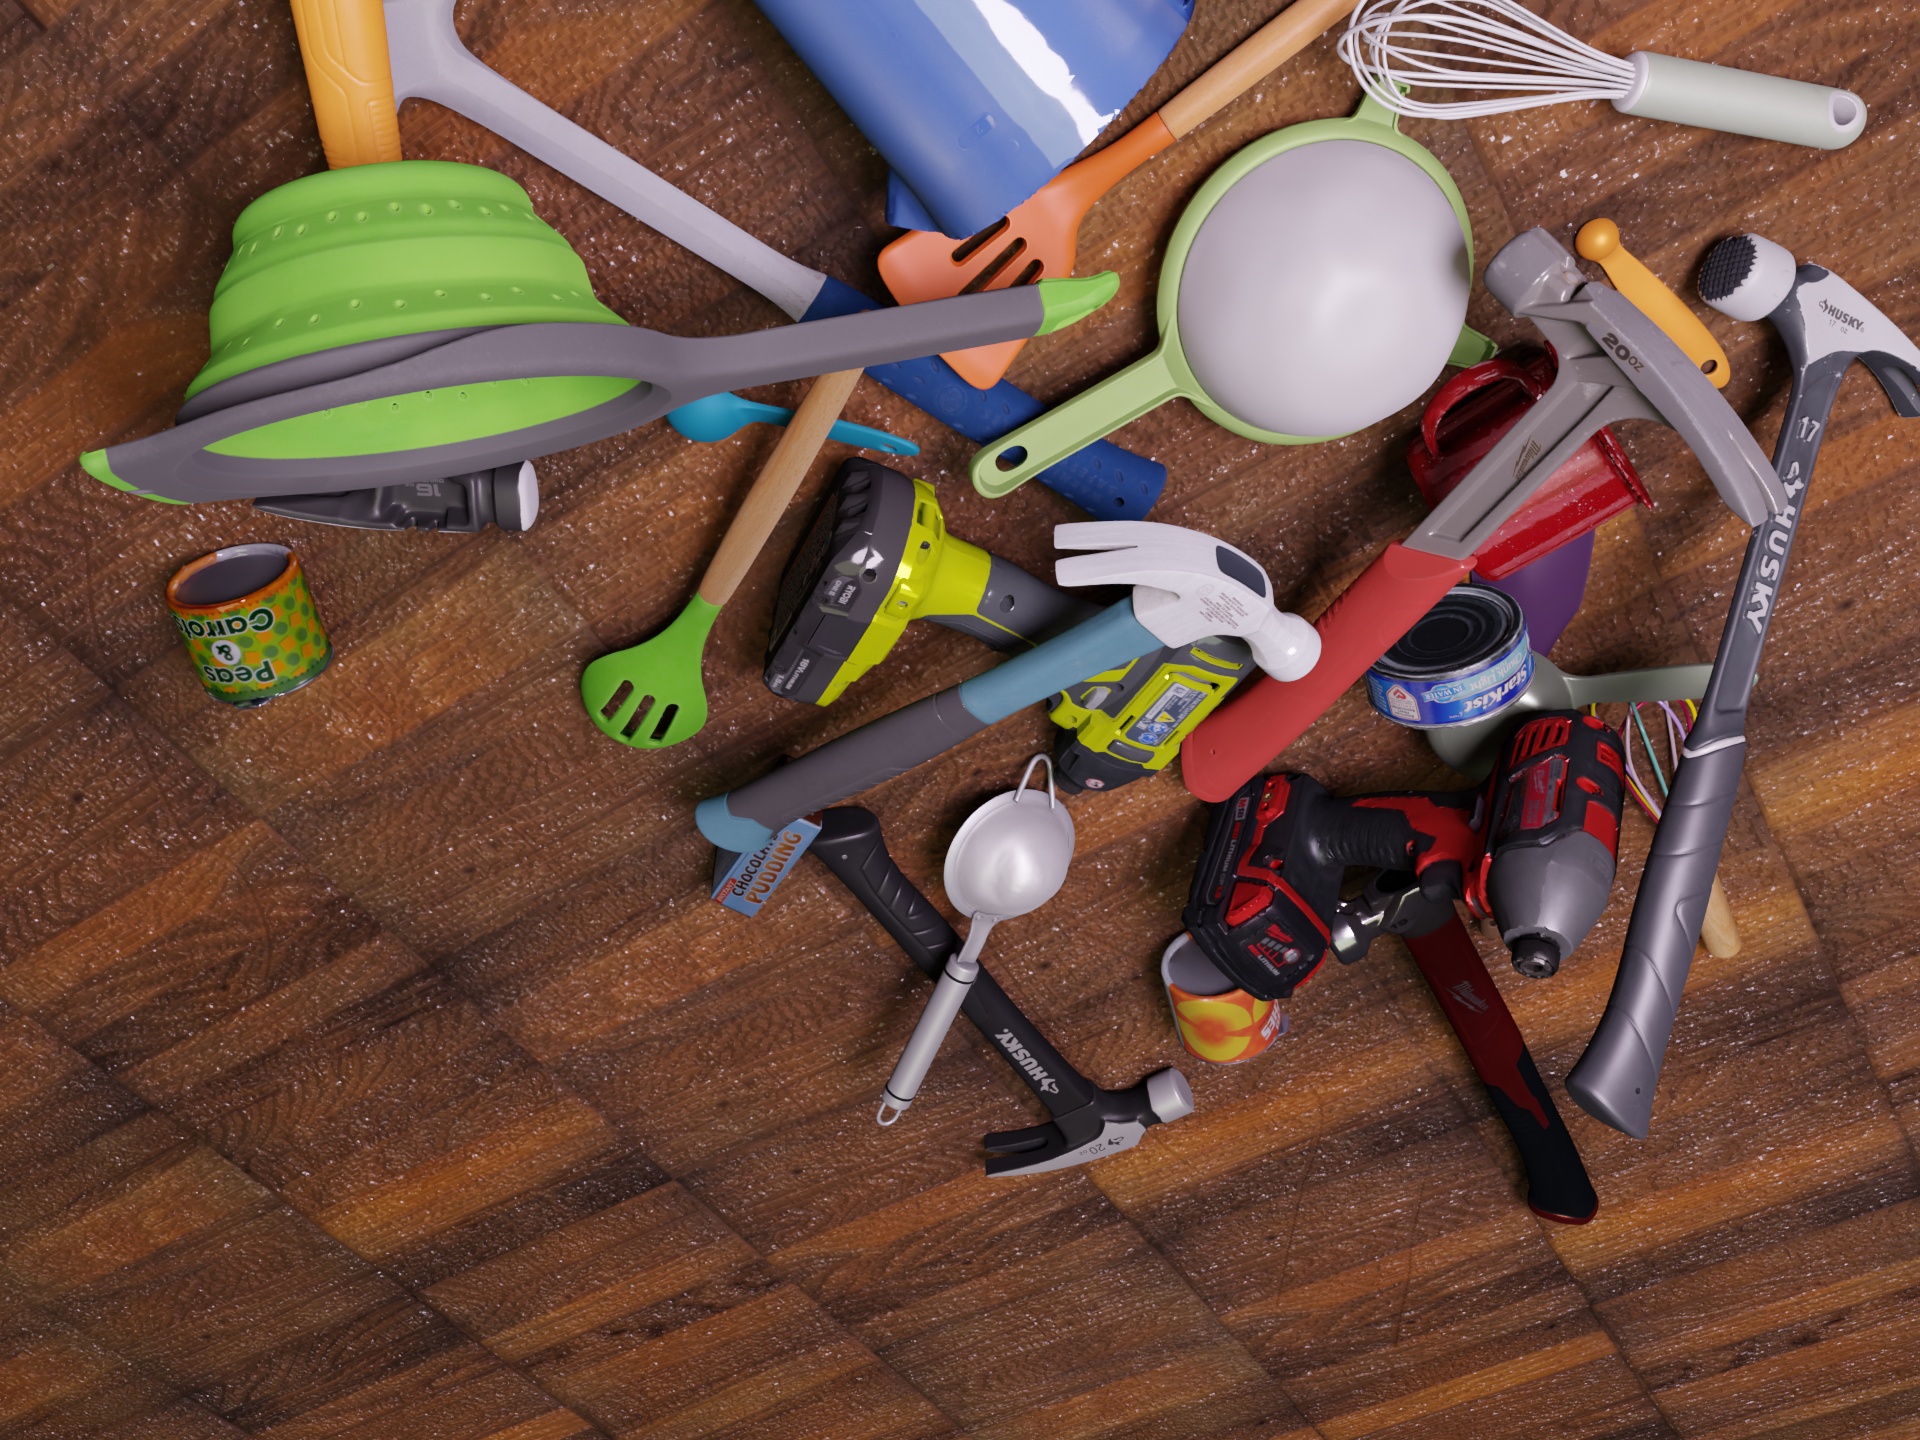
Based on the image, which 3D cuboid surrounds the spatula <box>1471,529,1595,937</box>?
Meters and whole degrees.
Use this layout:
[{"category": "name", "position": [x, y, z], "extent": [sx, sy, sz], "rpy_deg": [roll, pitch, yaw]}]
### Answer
[{"category": "spatula", "position": [0.309, 0.002, 0.889], "extent": [0.060, 0.018, 0.315], "rpy_deg": [1, 126, 12]}]

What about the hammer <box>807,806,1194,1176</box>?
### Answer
[{"category": "hammer", "position": [0.006, 0.174, 1.000], "extent": [0.146, 0.035, 0.334], "rpy_deg": [-28, 121, 18]}]

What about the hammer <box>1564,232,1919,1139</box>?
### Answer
[{"category": "hammer", "position": [0.358, -0.007, 0.740], "extent": [0.149, 0.036, 0.409], "rpy_deg": [17, 88, -21]}]

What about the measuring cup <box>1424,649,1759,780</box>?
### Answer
[{"category": "measuring cup", "position": [0.325, -0.006, 0.834], "extent": [0.167, 0.038, 0.083], "rpy_deg": [-7, 121, 34]}]

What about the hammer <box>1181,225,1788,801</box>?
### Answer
[{"category": "hammer", "position": [0.208, -0.050, 0.754], "extent": [0.036, 0.149, 0.359], "rpy_deg": [-24, 161, -34]}]

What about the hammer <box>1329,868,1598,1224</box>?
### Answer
[{"category": "hammer", "position": [0.356, 0.206, 1.008], "extent": [0.143, 0.038, 0.385], "rpy_deg": [-30, 126, 9]}]

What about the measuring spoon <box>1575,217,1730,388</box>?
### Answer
[{"category": "measuring spoon", "position": [0.330, -0.194, 0.752], "extent": [0.116, 0.011, 0.021], "rpy_deg": [37, 118, -23]}]

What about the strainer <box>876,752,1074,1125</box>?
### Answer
[{"category": "strainer", "position": [0.006, 0.140, 0.934], "extent": [0.086, 0.050, 0.258], "rpy_deg": [11, 114, -33]}]

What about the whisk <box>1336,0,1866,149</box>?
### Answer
[{"category": "whisk", "position": [0.274, -0.270, 0.670], "extent": [0.246, 0.059, 0.058], "rpy_deg": [4, 91, -13]}]

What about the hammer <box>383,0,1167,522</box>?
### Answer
[{"category": "hammer", "position": [-0.081, -0.196, 0.734], "extent": [0.405, 0.035, 0.144], "rpy_deg": [28, 120, -19]}]

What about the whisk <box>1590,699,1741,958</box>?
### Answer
[{"category": "whisk", "position": [0.418, 0.060, 0.918], "extent": [0.047, 0.051, 0.244], "rpy_deg": [-28, 124, 12]}]

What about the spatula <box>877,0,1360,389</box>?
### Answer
[{"category": "spatula", "position": [0.110, -0.267, 0.681], "extent": [0.322, 0.041, 0.081], "rpy_deg": [-33, 117, 20]}]

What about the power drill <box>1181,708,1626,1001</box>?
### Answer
[{"category": "power drill", "position": [0.232, 0.079, 0.830], "extent": [0.220, 0.143, 0.078], "rpy_deg": [-16, 129, 42]}]

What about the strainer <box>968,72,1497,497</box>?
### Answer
[{"category": "strainer", "position": [0.122, -0.160, 0.716], "extent": [0.256, 0.069, 0.151], "rpy_deg": [-28, 121, 6]}]

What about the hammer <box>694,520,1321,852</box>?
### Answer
[{"category": "hammer", "position": [-0.001, -0.002, 0.774], "extent": [0.331, 0.033, 0.128], "rpy_deg": [-26, 137, 31]}]

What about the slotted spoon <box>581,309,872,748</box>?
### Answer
[{"category": "slotted spoon", "position": [-0.115, -0.080, 0.789], "extent": [0.070, 0.031, 0.313], "rpy_deg": [26, 130, -15]}]

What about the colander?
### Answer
[{"category": "colander", "position": [-0.135, -0.171, 0.628], "extent": [0.397, 0.204, 0.094], "rpy_deg": [-12, 93, -9]}]

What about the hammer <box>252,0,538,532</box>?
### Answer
[{"category": "hammer", "position": [-0.256, -0.232, 0.663], "extent": [0.127, 0.034, 0.336], "rpy_deg": [2, 125, -3]}]

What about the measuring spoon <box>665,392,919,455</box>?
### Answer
[{"category": "measuring spoon", "position": [-0.083, -0.135, 0.759], "extent": [0.128, 0.021, 0.042], "rpy_deg": [14, 167, 7]}]

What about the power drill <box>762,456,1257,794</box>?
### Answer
[{"category": "power drill", "position": [0.020, -0.035, 0.817], "extent": [0.223, 0.080, 0.171], "rpy_deg": [19, 141, -16]}]
